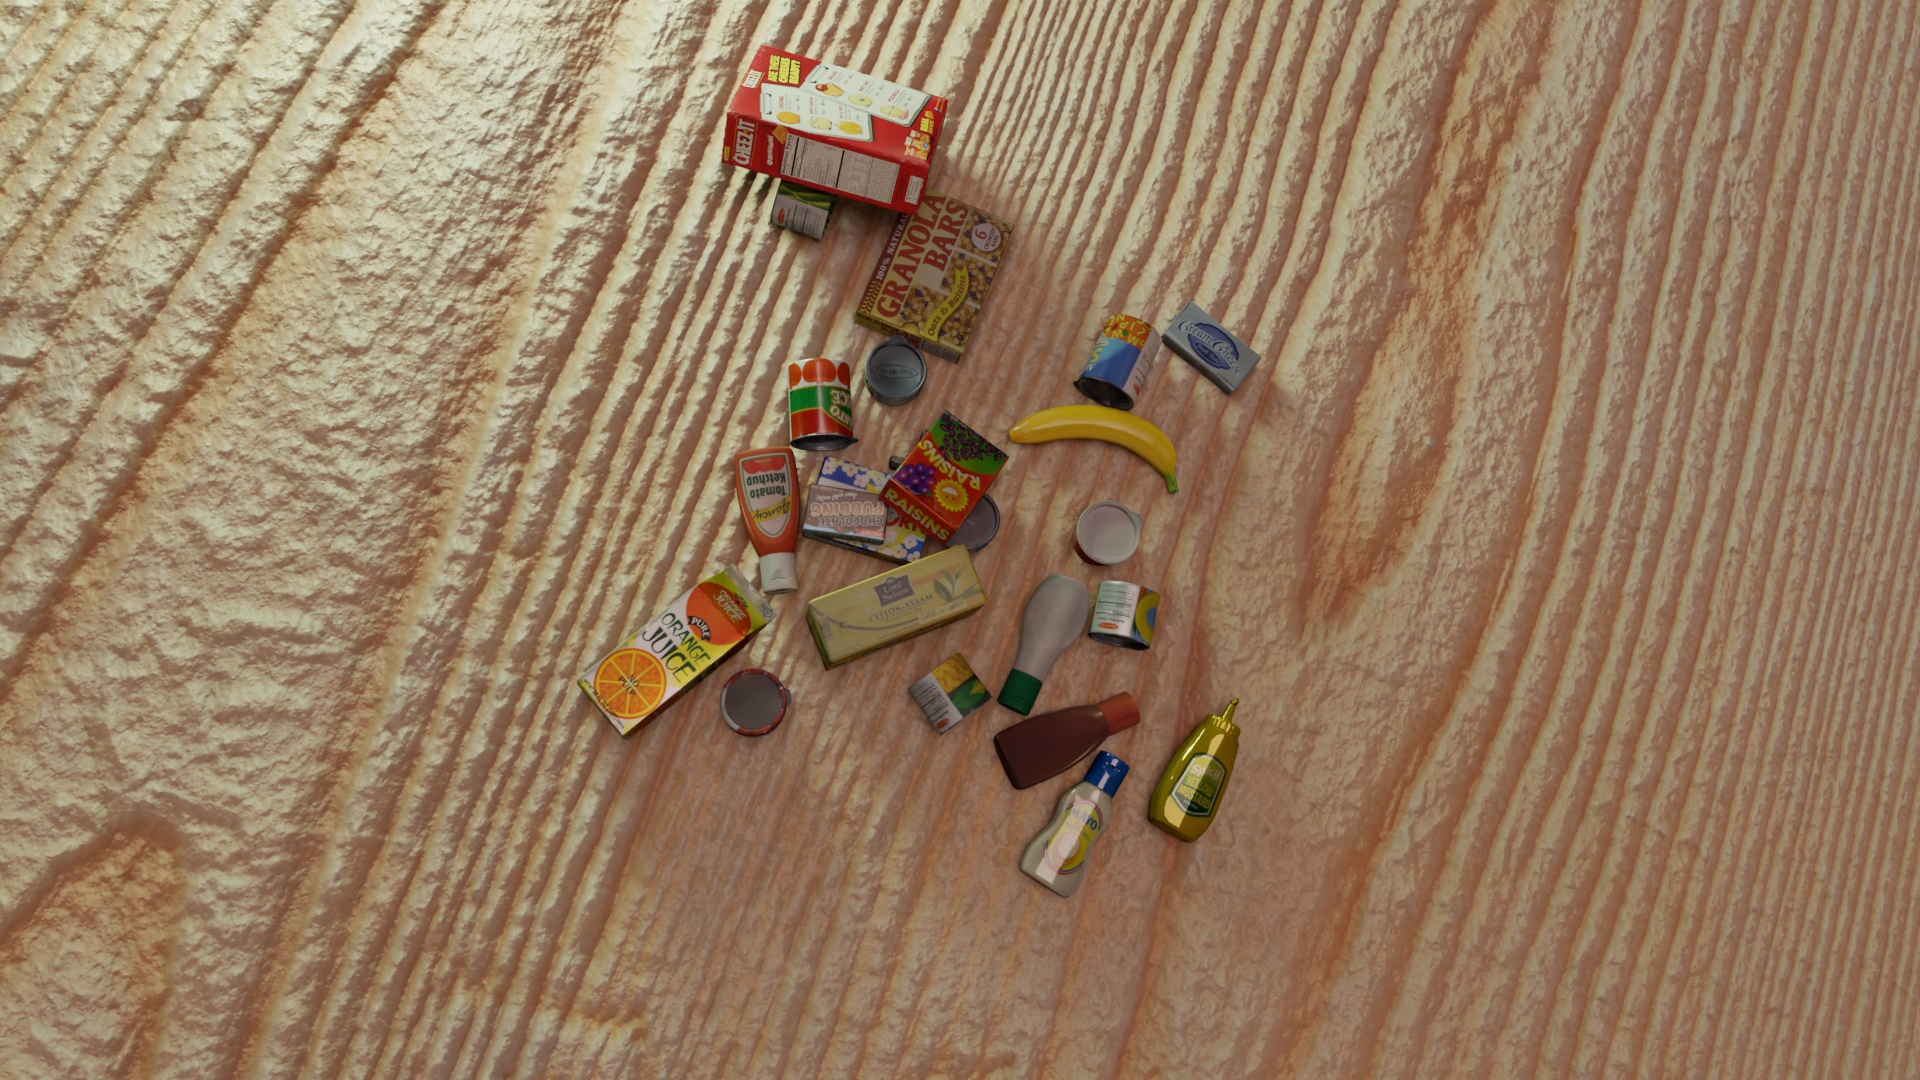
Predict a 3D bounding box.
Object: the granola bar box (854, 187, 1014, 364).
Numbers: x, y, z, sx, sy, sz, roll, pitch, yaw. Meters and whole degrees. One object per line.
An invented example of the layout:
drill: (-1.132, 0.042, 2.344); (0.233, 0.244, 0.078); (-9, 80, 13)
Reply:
granola bar box: (-0.028, -0.292, 1.514); (0.124, 0.039, 0.166); (22, 76, -3)

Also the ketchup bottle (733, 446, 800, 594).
ketchup bottle: (-0.194, -0.020, 1.431); (0.065, 0.043, 0.149); (-8, 80, -6)

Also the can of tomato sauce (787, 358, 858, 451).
can of tomato sauce: (-0.145, -0.142, 1.451); (0.071, 0.071, 0.083); (-2, 79, -9)

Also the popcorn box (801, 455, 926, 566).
popcorn box: (-0.093, -0.029, 1.450); (0.127, 0.038, 0.085); (17, 77, -5)

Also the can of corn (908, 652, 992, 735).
can of corn: (-0.009, 0.154, 1.412); (0.071, 0.071, 0.058); (-35, 85, -13)

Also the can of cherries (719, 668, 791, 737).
can of cherries: (-0.204, 0.161, 1.385); (0.071, 0.058, 0.071); (2, 79, -8)

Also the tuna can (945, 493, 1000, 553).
tuna can: (0.005, -0.018, 1.465); (0.071, 0.032, 0.071); (2, 78, -8)

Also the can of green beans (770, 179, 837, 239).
can of green beans: (-0.167, -0.364, 1.494); (0.058, 0.071, 0.071); (18, 77, -5)

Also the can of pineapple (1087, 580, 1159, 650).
can of pineapple: (0.172, 0.079, 1.455); (0.071, 0.071, 0.058); (15, 77, -5)

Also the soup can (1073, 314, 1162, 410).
soup can: (0.171, -0.195, 1.510); (0.071, 0.071, 0.084); (26, 76, -2)

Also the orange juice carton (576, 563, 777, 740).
orange juice carton: (-0.278, 0.108, 1.377); (0.193, 0.073, 0.072); (-40, 86, -14)

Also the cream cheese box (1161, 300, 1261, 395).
cream cheese box: (0.279, -0.214, 1.550); (0.104, 0.024, 0.053); (39, 76, 1)

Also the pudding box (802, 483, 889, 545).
pudding box: (-0.116, -0.026, 1.410); (0.084, 0.030, 0.050); (9, 79, -6)

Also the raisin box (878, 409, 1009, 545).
raisin box: (-0.016, -0.065, 1.421); (0.086, 0.040, 0.124); (37, 50, -2)

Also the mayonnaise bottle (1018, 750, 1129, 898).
mayonnaise bottle: (0.121, 0.286, 1.415); (0.065, 0.041, 0.148); (32, 76, 1)

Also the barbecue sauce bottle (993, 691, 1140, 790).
barbecue sauce bottle: (0.112, 0.200, 1.431); (0.149, 0.043, 0.065); (-22, 82, -13)

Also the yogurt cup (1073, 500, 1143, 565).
yogurt cup: (0.152, -0.004, 1.473); (0.072, 0.054, 0.072); (2, 78, -8)

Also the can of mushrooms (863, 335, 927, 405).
can of mushrooms: (-0.070, -0.181, 1.488); (0.071, 0.033, 0.071); (1, 79, -7)

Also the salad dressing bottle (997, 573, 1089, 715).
salad dressing bottle: (0.084, 0.109, 1.446); (0.064, 0.044, 0.148); (27, 77, -4)

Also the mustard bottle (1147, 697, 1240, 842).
mustard bottle: (0.252, 0.232, 1.442); (0.065, 0.048, 0.160); (29, 76, -3)
